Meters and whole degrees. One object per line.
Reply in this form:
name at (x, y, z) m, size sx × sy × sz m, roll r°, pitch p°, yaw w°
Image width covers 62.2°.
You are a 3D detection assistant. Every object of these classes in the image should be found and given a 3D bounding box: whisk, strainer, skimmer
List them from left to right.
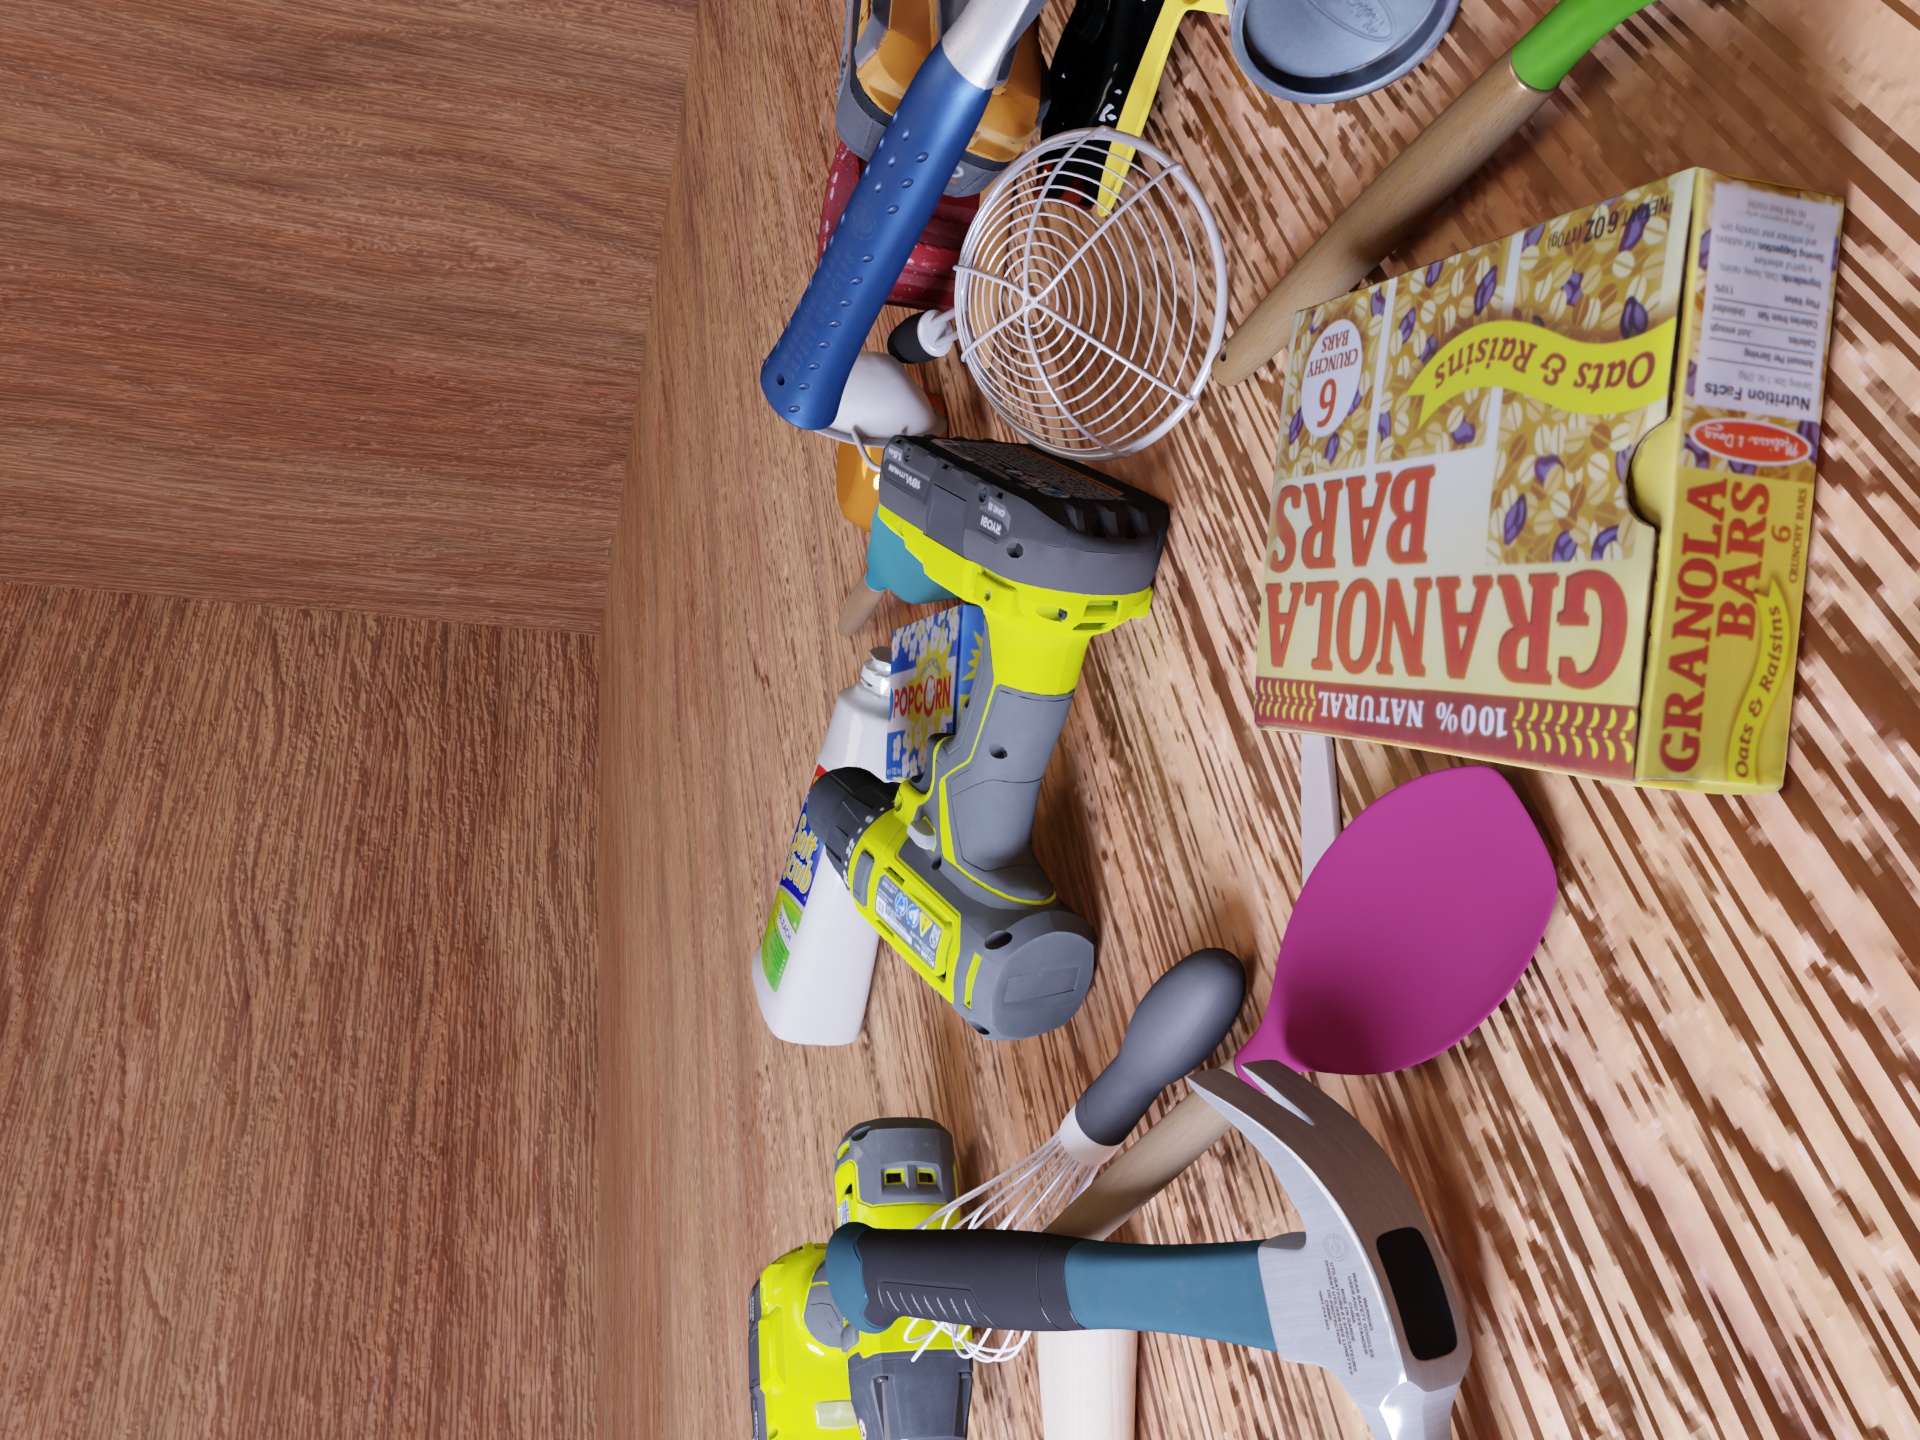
strainer at (-0.062, -0.202, 0.921) m, size 0.259 × 0.087 × 0.050 m, roll -115°, pitch 30°, yaw -63°
skimmer at (0.026, -0.189, 0.752) m, size 0.363 × 0.090 × 0.127 m, roll -132°, pitch 35°, yaw -76°
whisk at (0.038, 0.175, 0.614) m, size 0.070 × 0.070 × 0.284 m, roll -102°, pitch 28°, yaw -42°

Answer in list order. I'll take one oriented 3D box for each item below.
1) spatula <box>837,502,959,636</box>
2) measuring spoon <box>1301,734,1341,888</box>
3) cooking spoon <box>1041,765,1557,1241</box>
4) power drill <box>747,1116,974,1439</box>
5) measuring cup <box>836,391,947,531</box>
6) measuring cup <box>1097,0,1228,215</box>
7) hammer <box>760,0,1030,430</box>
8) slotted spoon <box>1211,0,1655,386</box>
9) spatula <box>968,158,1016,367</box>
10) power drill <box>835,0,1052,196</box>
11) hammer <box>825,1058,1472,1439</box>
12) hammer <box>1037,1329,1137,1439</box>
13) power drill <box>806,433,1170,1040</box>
spatula at (-0.043, -0.084, 0.974) m, size 0.317 × 0.044 × 0.082 m, roll 151°, pitch 95°, yaw -78°
measuring spoon at (0.105, 0.026, 0.494) m, size 0.034 × 0.018 × 0.124 m, roll 145°, pitch 127°, yaw -68°
cooking spoon at (0.080, 0.122, 0.502) m, size 0.318 × 0.017 × 0.069 m, roll -57°, pitch 40°, yaw 43°
power drill at (-0.049, 0.319, 0.804) m, size 0.223 × 0.080 × 0.171 m, roll 118°, pitch 152°, yaw -53°
measuring cup at (-0.059, -0.151, 1.006) m, size 0.173 × 0.052 × 0.095 m, roll 154°, pitch 119°, yaw -68°
measuring cup at (0.089, -0.257, 0.611) m, size 0.156 × 0.029 × 0.062 m, roll 114°, pitch 154°, yaw -53°
hammer at (0.005, -0.243, 0.556) m, size 0.144 × 0.035 × 0.405 m, roll 55°, pitch 144°, yaw 9°
slotted spoon at (0.139, -0.162, 0.426) m, size 0.313 × 0.031 × 0.070 m, roll 140°, pitch 132°, yaw -69°
spatula at (0.019, -0.350, 0.830) m, size 0.081 × 0.041 × 0.322 m, roll 16°, pitch 104°, yaw 50°
power drill at (0.035, -0.339, 0.616) m, size 0.226 × 0.084 × 0.185 m, roll -35°, pitch 46°, yaw 54°
hammer at (0.035, 0.188, 0.527) m, size 0.331 × 0.033 × 0.128 m, roll -29°, pitch 67°, yaw 57°
hammer at (0.049, 0.409, 0.548) m, size 0.146 × 0.038 × 0.411 m, roll 153°, pitch 121°, yaw -68°
power drill at (-0.001, -0.002, 0.690) m, size 0.191 × 0.080 × 0.228 m, roll 37°, pitch 122°, yaw 50°
